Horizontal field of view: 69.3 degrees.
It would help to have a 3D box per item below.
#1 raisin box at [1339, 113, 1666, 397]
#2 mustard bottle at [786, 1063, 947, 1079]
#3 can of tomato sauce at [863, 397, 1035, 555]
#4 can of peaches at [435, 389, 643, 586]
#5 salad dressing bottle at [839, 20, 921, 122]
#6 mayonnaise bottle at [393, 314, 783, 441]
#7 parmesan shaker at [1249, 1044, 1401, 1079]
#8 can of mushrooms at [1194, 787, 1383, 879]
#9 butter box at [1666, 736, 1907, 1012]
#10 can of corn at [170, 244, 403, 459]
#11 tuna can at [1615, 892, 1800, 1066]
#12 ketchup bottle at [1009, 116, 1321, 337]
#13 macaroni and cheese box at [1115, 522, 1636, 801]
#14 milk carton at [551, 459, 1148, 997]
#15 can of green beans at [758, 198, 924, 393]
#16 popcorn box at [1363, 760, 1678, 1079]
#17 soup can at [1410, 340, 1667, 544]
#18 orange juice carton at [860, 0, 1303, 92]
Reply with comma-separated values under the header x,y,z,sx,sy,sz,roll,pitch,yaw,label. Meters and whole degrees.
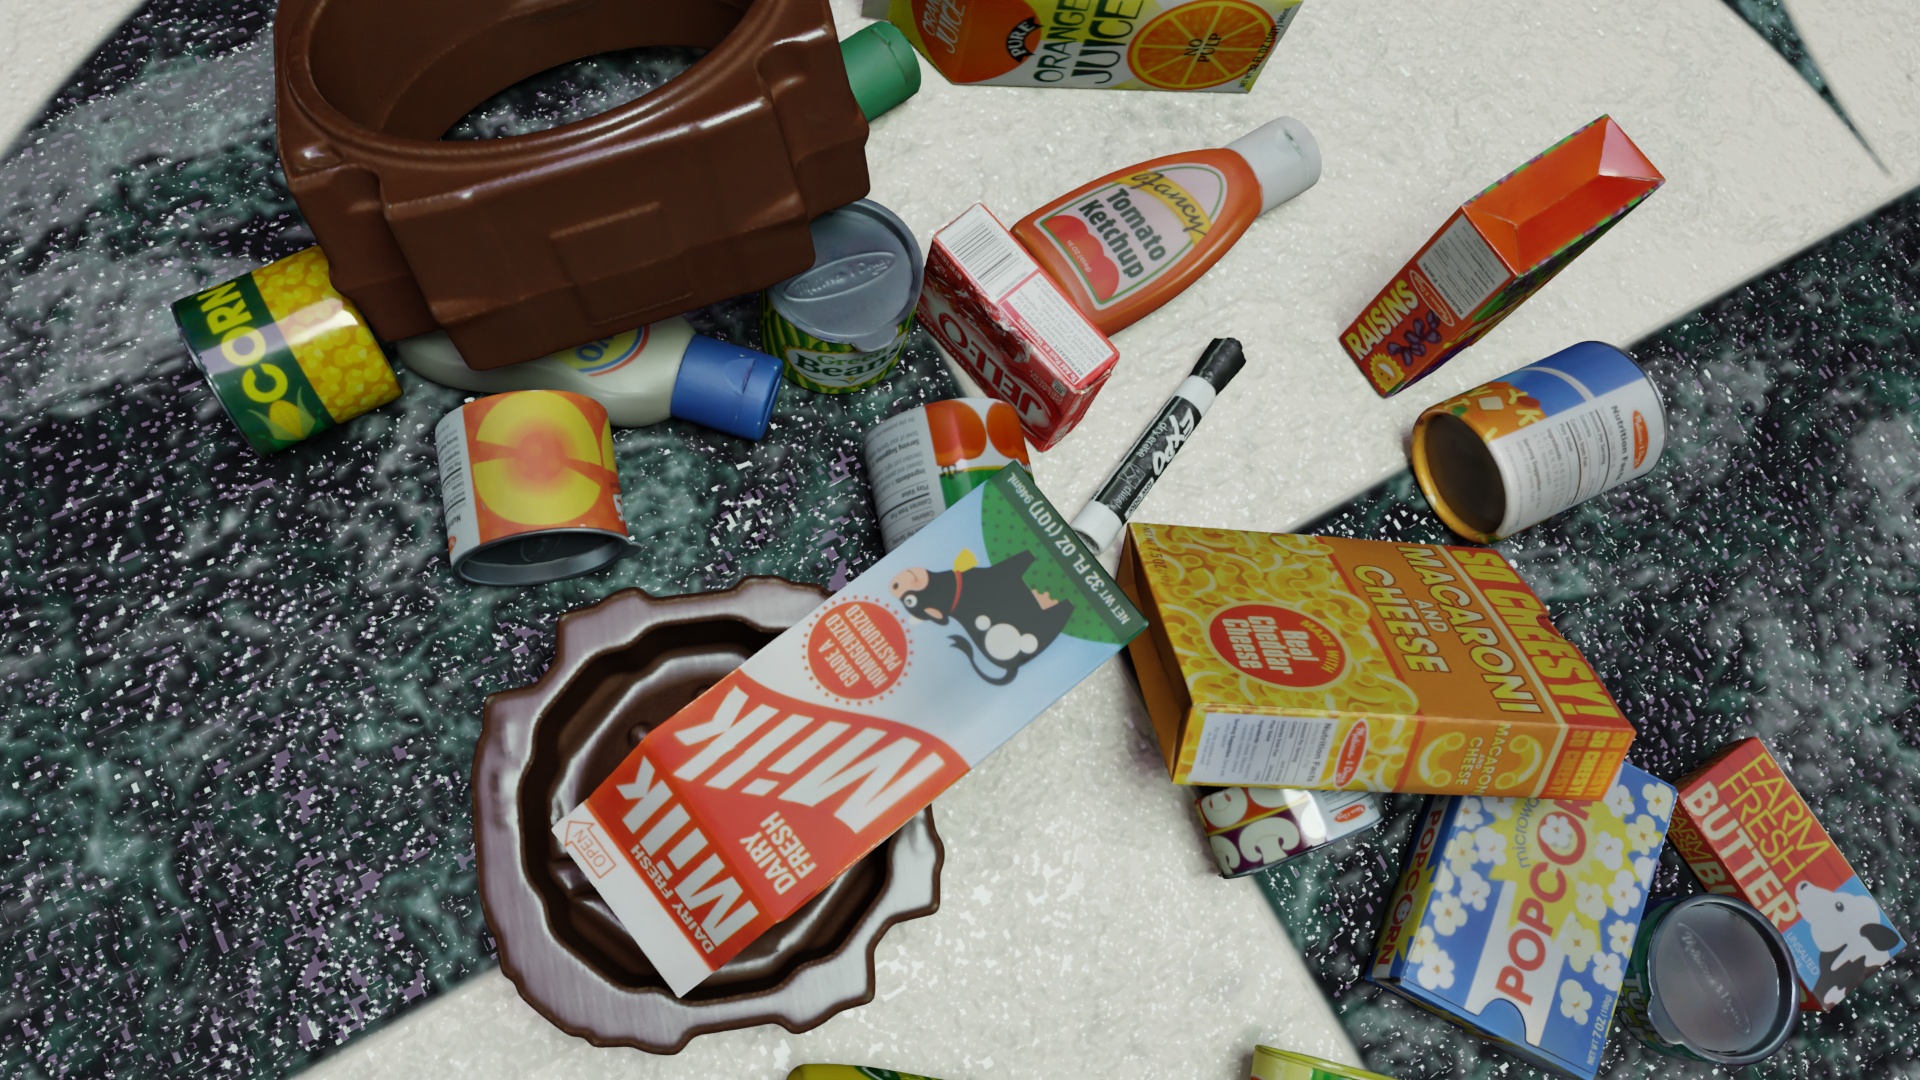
x,y,z,sx,sy,sz,roll,pitch,yaw,label
0.228,-0.118,0.598,0.086,0.123,0.040,-33,81,-16,raisin box
0.014,0.222,0.494,0.160,0.065,0.049,13,77,-11,mustard bottle
0.002,-0.007,0.559,0.071,0.071,0.083,-10,75,-12,can of tomato sauce
-0.163,-0.020,0.536,0.071,0.071,0.058,-11,75,-12,can of peaches
-0.084,-0.177,0.608,0.148,0.043,0.064,-37,71,-18,salad dressing bottle
-0.148,-0.079,0.568,0.148,0.041,0.065,16,67,-3,mayonnaise bottle
0.130,0.244,0.502,0.071,0.071,0.103,15,75,-4,parmesan shaker
0.126,0.107,0.545,0.071,0.071,0.033,-18,77,-14,can of mushrooms
0.345,0.140,0.590,0.053,0.024,0.103,-29,80,-17,butter box
-0.257,-0.074,0.534,0.058,0.071,0.071,-28,80,-17,can of corn
0.299,0.179,0.566,0.071,0.032,0.071,3,73,-8,tuna can
0.096,-0.145,0.627,0.149,0.043,0.065,-31,80,-17,ketchup bottle
0.154,0.044,0.544,0.167,0.040,0.124,4,31,-8,macaroni and cheese box
-0.037,0.063,0.464,0.191,0.073,0.072,-38,83,-11,milk carton
-0.051,-0.102,0.582,0.071,0.057,0.071,3,73,-8,can of green beans
0.228,0.139,0.564,0.085,0.038,0.127,28,71,-1,popcorn box
0.251,-0.044,0.611,0.084,0.071,0.071,-22,78,-14,soup can
0.052,-0.260,0.640,0.193,0.071,0.073,-1,73,-10,orange juice carton
